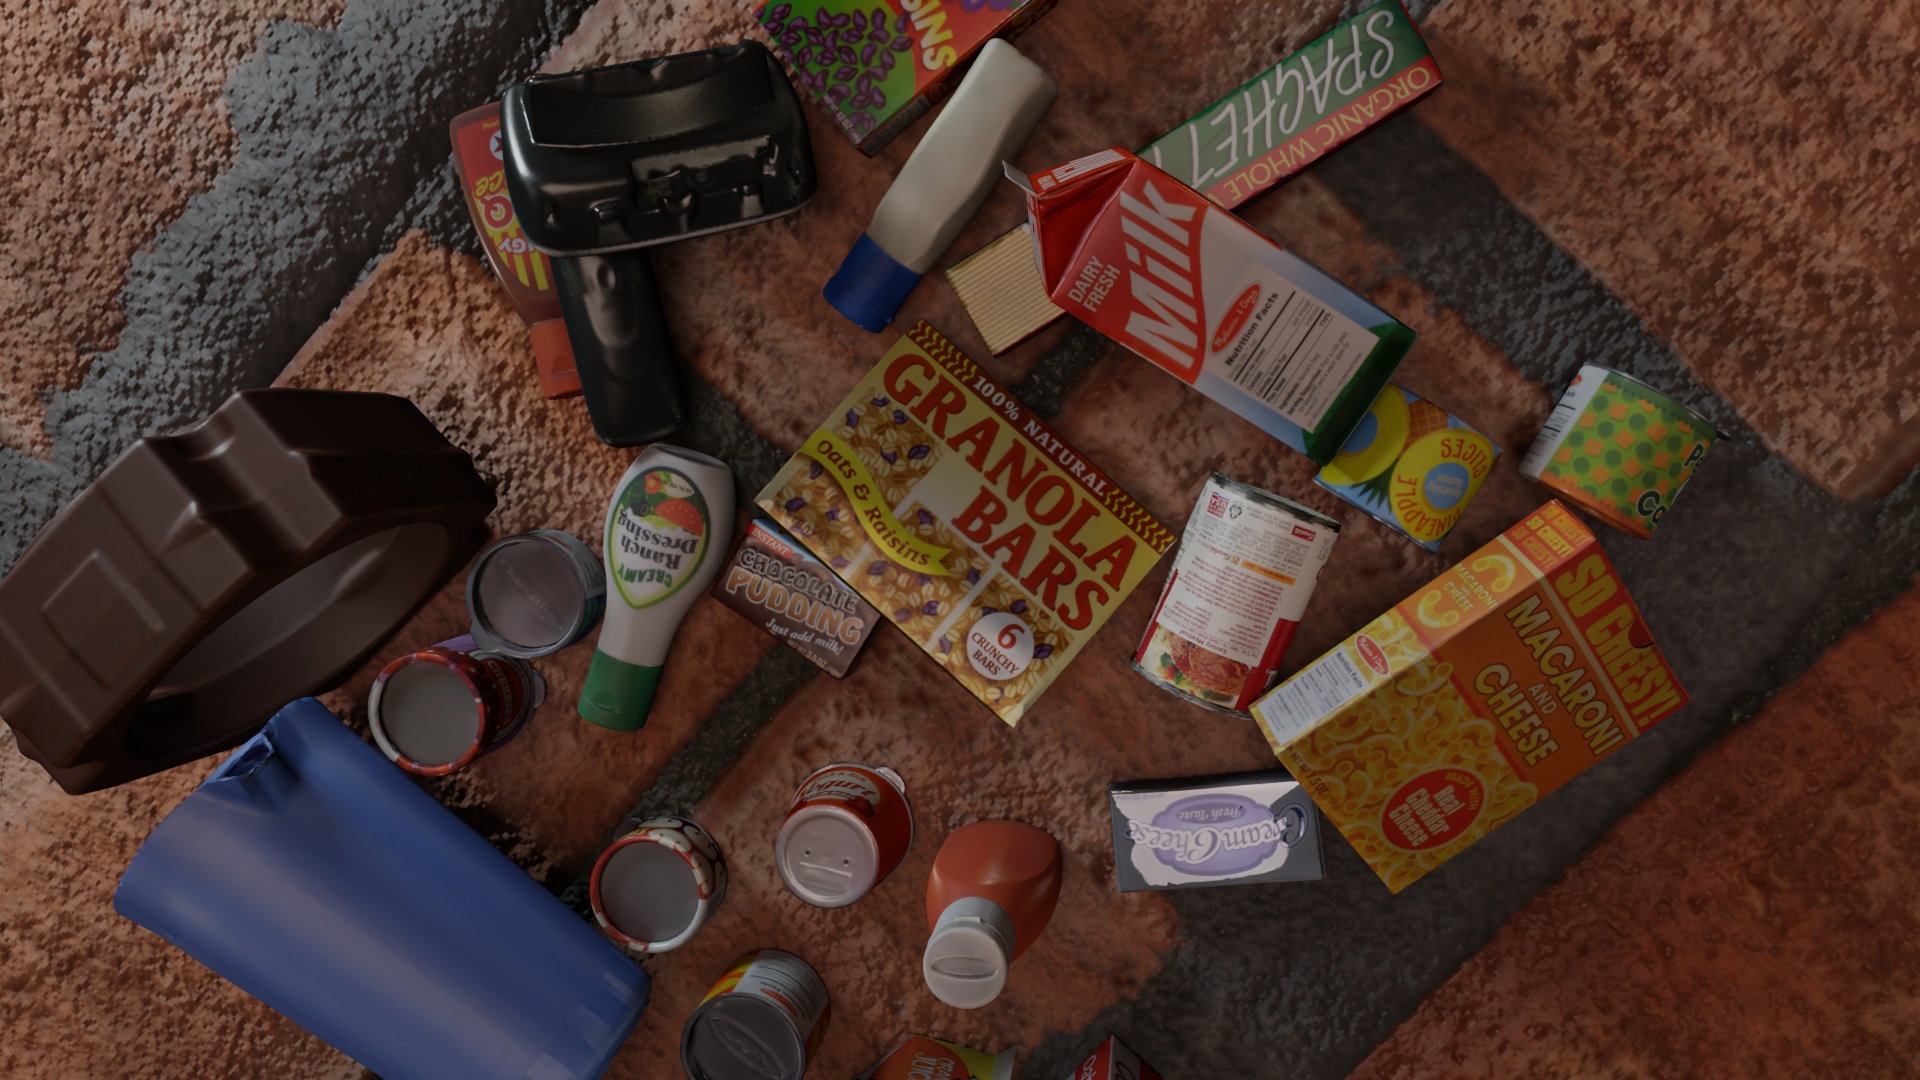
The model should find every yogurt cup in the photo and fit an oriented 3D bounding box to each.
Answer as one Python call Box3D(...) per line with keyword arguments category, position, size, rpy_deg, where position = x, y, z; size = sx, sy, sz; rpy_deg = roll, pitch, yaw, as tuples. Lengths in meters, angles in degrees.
Box3D(category="yogurt cup", position=(-0.062, 0.154, 0.716), size=(0.072, 0.054, 0.072), rpy_deg=(1, 97, 9))

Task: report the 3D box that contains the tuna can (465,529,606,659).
Box3D(category="tuna can", position=(-0.226, 0.030, 0.738), size=(0.071, 0.033, 0.071), rpy_deg=(1, 96, 8))

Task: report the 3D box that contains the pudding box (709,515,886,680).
Box3D(category="pudding box", position=(-0.080, 0.029, 0.718), size=(0.084, 0.030, 0.049), rpy_deg=(33, 98, 4))

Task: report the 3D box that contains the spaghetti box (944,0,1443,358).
Box3D(category="spaghetti box", position=(0.110, -0.173, 0.671), size=(0.250, 0.029, 0.050), rpy_deg=(-30, 92, 10))

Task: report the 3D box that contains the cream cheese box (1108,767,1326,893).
Box3D(category="cream cheese box", position=(0.128, 0.146, 0.701), size=(0.104, 0.024, 0.053), rpy_deg=(-6, 95, 9))

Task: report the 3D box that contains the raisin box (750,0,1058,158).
Box3D(category="raisin box", position=(-0.026, -0.261, 0.677), size=(0.123, 0.040, 0.086), rpy_deg=(-37, 89, 9))

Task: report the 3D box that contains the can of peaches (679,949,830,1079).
Box3D(category="can of peaches", position=(-0.108, 0.259, 0.731), size=(0.071, 0.058, 0.071), rpy_deg=(1, 97, 8))

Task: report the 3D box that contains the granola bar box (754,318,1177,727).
Box3D(category="granola bar box", position=(0.002, -0.009, 0.684), size=(0.165, 0.039, 0.124), rpy_deg=(41, 84, 2))

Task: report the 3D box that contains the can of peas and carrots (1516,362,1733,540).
Box3D(category="can of peas and carrots", position=(0.302, -0.039, 0.636), size=(0.071, 0.071, 0.058), rpy_deg=(31, 100, 4))

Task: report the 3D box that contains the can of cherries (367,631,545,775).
Box3D(category="can of cherries", position=(-0.266, 0.085, 0.737), size=(0.071, 0.058, 0.071), rpy_deg=(1, 96, 9))

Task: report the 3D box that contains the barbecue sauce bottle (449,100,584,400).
Box3D(category="barbecue sauce bottle", position=(-0.213, -0.148, 0.713), size=(0.065, 0.044, 0.148), rpy_deg=(-13, 94, 3))

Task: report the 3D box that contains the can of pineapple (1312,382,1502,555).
Box3D(category="can of pineapple", position=(0.210, -0.034, 0.649), size=(0.071, 0.071, 0.057), rpy_deg=(32, 100, 4))

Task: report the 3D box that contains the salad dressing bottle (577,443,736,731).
Box3D(category="salad dressing bottle", position=(-0.161, 0.025, 0.723), size=(0.064, 0.044, 0.147), rpy_deg=(19, 98, 5))

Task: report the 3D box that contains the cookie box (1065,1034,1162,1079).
Box3D(category="cookie box", position=(0.032, 0.339, 0.685), size=(0.040, 0.123, 0.167), rpy_deg=(42, 100, 1))

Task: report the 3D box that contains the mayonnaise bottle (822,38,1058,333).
Box3D(category="mayonnaise bottle", position=(-0.011, -0.170, 0.674), size=(0.041, 0.065, 0.147), rpy_deg=(38, 103, 1))

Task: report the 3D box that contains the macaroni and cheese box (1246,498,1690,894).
Box3D(category="macaroni and cheese box", position=(0.237, 0.077, 0.644), size=(0.166, 0.040, 0.123), rpy_deg=(-37, 120, 10))

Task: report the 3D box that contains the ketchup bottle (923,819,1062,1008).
Box3D(category="ketchup bottle", position=(0.012, 0.173, 0.658), size=(0.065, 0.149, 0.043), rpy_deg=(1, 95, 8))

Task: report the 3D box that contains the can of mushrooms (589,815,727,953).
Box3D(category="can of mushrooms", position=(-0.164, 0.182, 0.744), size=(0.071, 0.033, 0.071), rpy_deg=(1, 97, 9))

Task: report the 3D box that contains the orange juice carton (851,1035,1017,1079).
Box3D(category="orange juice carton", position=(-0.048, 0.330, 0.722), size=(0.192, 0.072, 0.073), rpy_deg=(-38, 90, 10))

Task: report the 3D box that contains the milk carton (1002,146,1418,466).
Box3D(category="milk carton", position=(0.101, -0.118, 0.630), size=(0.190, 0.072, 0.073), rpy_deg=(29, 107, -11))
